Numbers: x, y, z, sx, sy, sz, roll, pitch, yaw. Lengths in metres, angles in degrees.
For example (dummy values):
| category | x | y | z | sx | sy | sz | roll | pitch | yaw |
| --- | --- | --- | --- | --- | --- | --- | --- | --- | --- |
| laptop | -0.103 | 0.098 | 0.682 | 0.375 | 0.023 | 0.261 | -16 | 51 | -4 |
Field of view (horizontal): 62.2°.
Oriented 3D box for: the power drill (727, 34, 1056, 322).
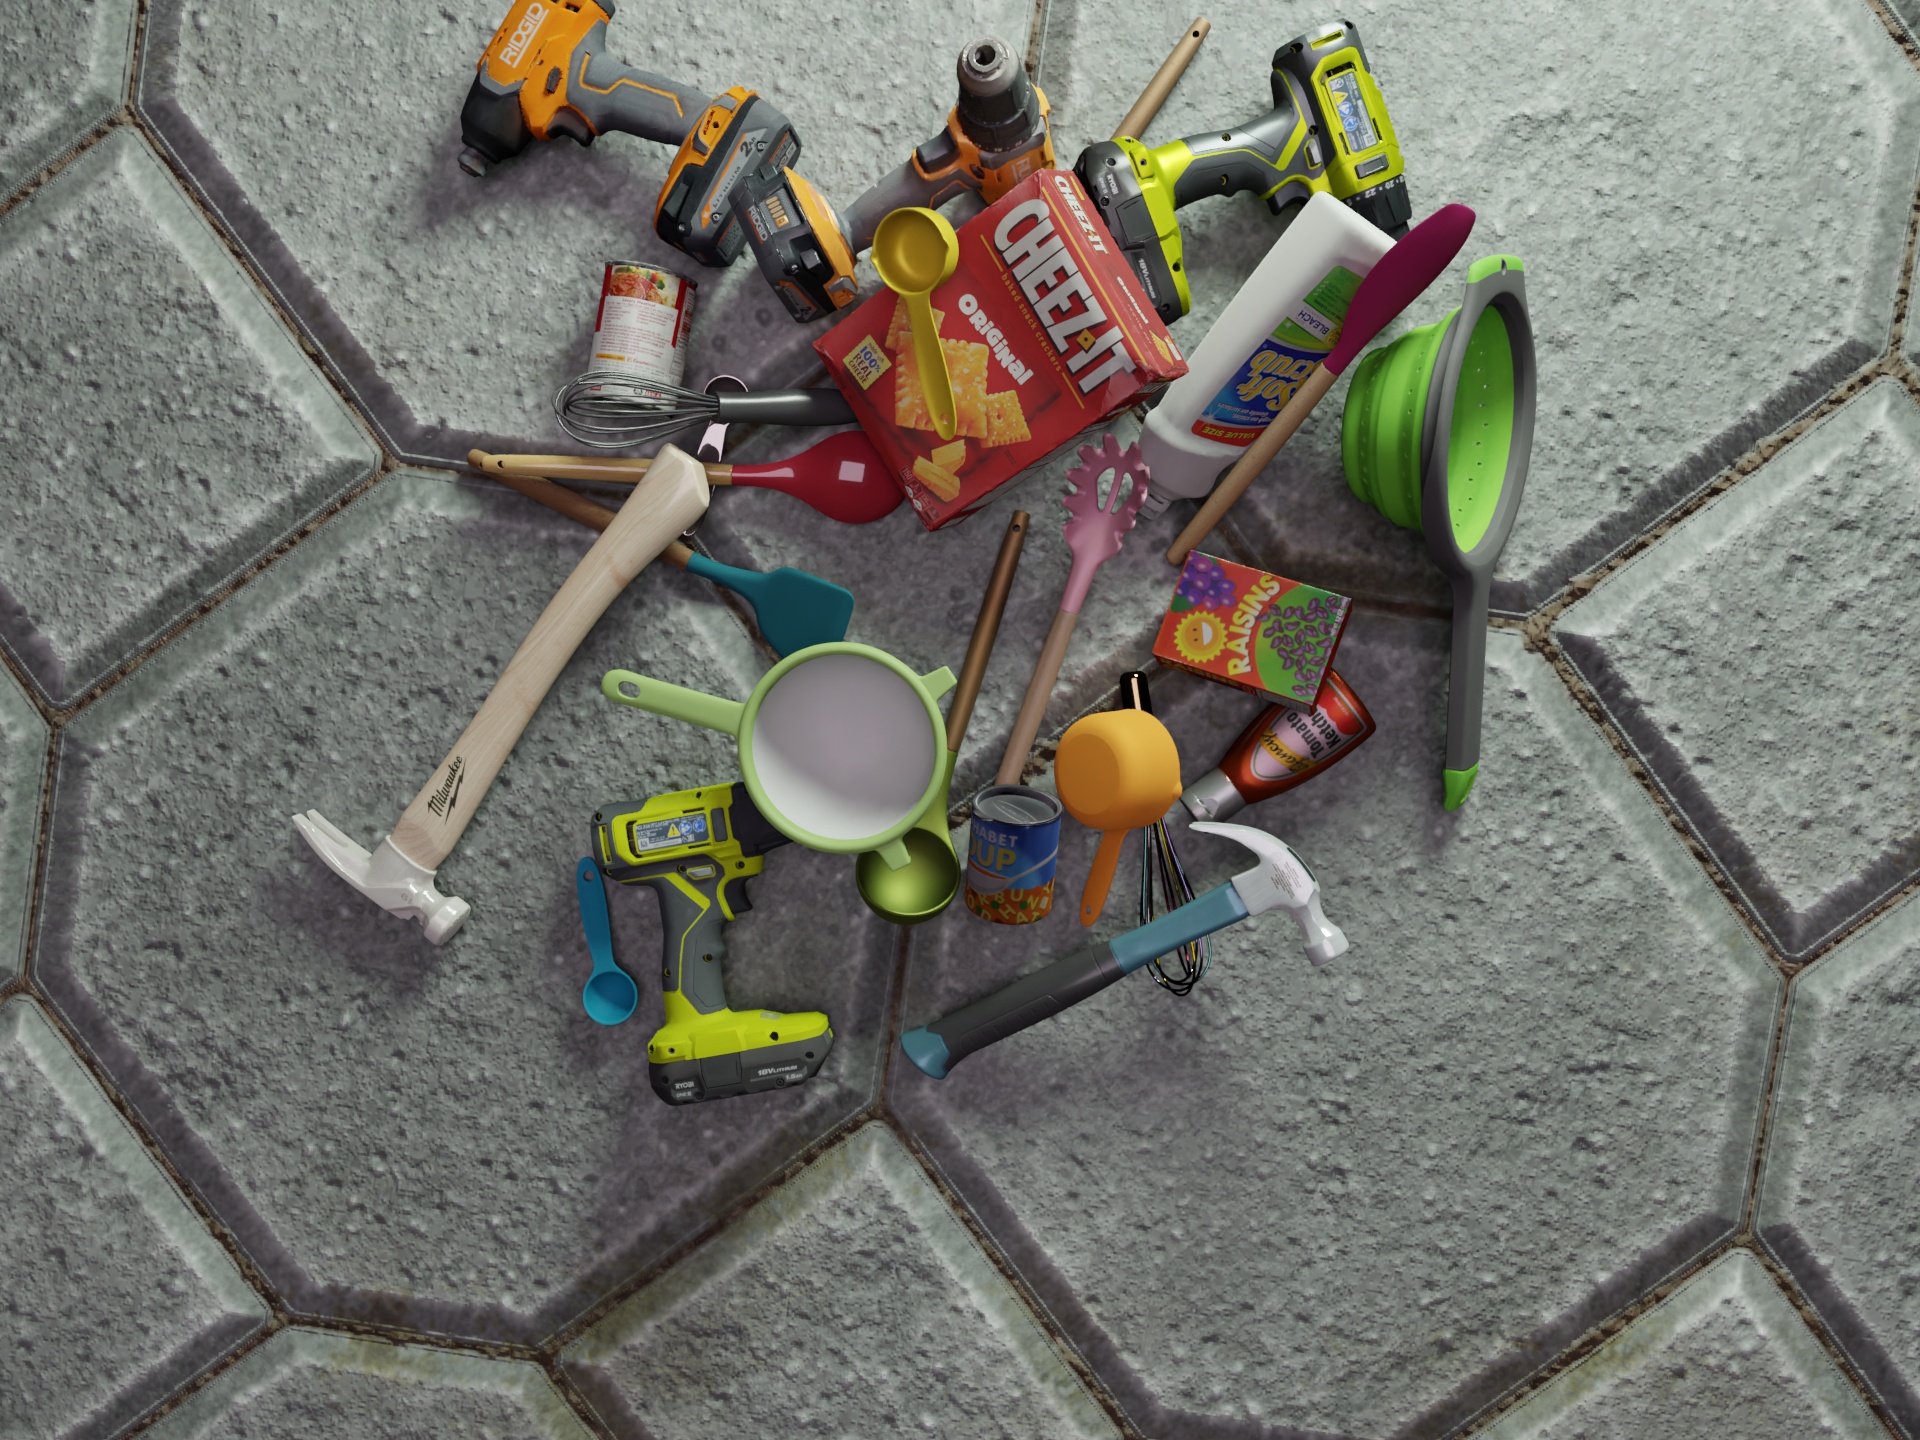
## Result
| category | x | y | z | sx | sy | sz | roll | pitch | yaw |
| --- | --- | --- | --- | --- | --- | --- | --- | --- | --- |
| power drill | -0.043 | -0.377 | 1.101 | 0.226 | 0.185 | 0.084 | -26 | 83 | 5 |

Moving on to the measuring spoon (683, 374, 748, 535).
| category | x | y | z | sx | sy | sz | roll | pitch | yaw |
| --- | --- | --- | --- | --- | --- | --- | --- | --- | --- |
| measuring spoon | -0.189 | -0.199 | 1.196 | 0.034 | 0.018 | 0.124 | 17 | 99 | -7 |

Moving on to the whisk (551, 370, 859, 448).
| category | x | y | z | sx | sy | sz | roll | pitch | yaw |
| --- | --- | --- | --- | --- | --- | --- | --- | --- | --- |
| whisk | -0.172 | -0.223 | 1.137 | 0.239 | 0.055 | 0.055 | -6 | 93 | -26 |

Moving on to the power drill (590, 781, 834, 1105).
| category | x | y | z | sx | sy | sz | roll | pitch | yaw |
| --- | --- | --- | --- | --- | --- | --- | --- | --- | --- |
| power drill | -0.170 | 0.159 | 1.179 | 0.171 | 0.080 | 0.223 | -10 | 89 | 1 |

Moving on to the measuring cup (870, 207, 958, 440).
| category | x | y | z | sx | sy | sz | roll | pitch | yaw |
| --- | --- | --- | --- | --- | --- | --- | --- | --- | --- |
| measuring cup | -0.019 | -0.271 | 1.086 | 0.062 | 0.029 | 0.156 | 0 | 113 | 30 |

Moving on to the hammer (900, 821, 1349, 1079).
| category | x | y | z | sx | sy | sz | roll | pitch | yaw |
| --- | --- | --- | --- | --- | --- | --- | --- | --- | --- |
| hammer | 0.104 | 0.180 | 1.159 | 0.331 | 0.033 | 0.128 | -29 | 83 | 15 |

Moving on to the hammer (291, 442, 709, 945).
| category | x | y | z | sx | sy | sz | roll | pitch | yaw |
| --- | --- | --- | --- | --- | --- | --- | --- | --- | --- |
| hammer | -0.327 | -0.034 | 1.171 | 0.146 | 0.038 | 0.410 | 37 | 99 | 1 |

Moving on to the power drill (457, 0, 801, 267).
| category | x | y | z | sx | sy | sz | roll | pitch | yaw |
| --- | --- | --- | --- | --- | --- | --- | --- | --- | --- |
| power drill | -0.249 | -0.426 | 1.154 | 0.226 | 0.084 | 0.164 | 33 | 93 | 4 |

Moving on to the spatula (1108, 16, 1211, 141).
| category | x | y | z | sx | sy | sz | roll | pitch | yaw |
| --- | --- | --- | --- | --- | --- | --- | --- | --- | --- |
| spatula | 0.088 | -0.386 | 1.179 | 0.059 | 0.018 | 0.316 | 35 | 93 | -4 |

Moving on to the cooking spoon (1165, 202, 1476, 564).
| category | x | y | z | sx | sy | sz | roll | pitch | yaw |
| --- | --- | --- | --- | --- | --- | --- | --- | --- | --- |
| cooking spoon | 0.242 | -0.224 | 1.106 | 0.318 | 0.068 | 0.017 | -51 | 57 | 33 |

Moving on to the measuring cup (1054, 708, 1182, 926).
| category | x | y | z | sx | sy | sz | roll | pitch | yaw |
| --- | --- | --- | --- | --- | --- | --- | --- | --- | --- |
| measuring cup | 0.100 | 0.076 | 1.167 | 0.095 | 0.052 | 0.173 | 29 | 111 | 41 |

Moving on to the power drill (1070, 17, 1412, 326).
| category | x | y | z | sx | sy | sz | roll | pitch | yaw |
| --- | --- | --- | --- | --- | --- | --- | --- | --- | --- |
| power drill | 0.211 | -0.370 | 1.146 | 0.228 | 0.080 | 0.190 | -24 | 102 | -2 |

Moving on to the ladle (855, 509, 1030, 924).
| category | x | y | z | sx | sy | sz | roll | pitch | yaw |
| --- | --- | --- | --- | --- | --- | --- | --- | --- | --- |
| ladle | -0.002 | -0.004 | 1.179 | 0.078 | 0.062 | 0.320 | 17 | 90 | 6 |

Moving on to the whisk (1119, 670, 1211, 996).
| category | x | y | z | sx | sy | sz | roll | pitch | yaw |
| --- | --- | --- | --- | --- | --- | --- | --- | --- | --- |
| whisk | 0.149 | 0.084 | 1.186 | 0.051 | 0.047 | 0.245 | -8 | 89 | 2 |

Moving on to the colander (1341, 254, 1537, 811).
| category | x | y | z | sx | sy | sz | roll | pitch | yaw |
| --- | --- | --- | --- | --- | --- | --- | --- | --- | --- |
| colander | 0.334 | -0.129 | 1.147 | 0.094 | 0.204 | 0.397 | 10 | 111 | 34 |

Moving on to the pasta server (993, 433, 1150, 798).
| category | x | y | z | sx | sy | sz | roll | pitch | yaw |
| --- | --- | --- | --- | --- | --- | --- | --- | --- | --- |
| pasta server | 0.068 | -0.054 | 1.167 | 0.060 | 0.040 | 0.316 | 22 | 101 | 15 |

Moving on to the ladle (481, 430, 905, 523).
| category | x | y | z | sx | sy | sz | roll | pitch | yaw |
| --- | --- | --- | --- | --- | --- | --- | --- | --- | --- |
| ladle | -0.194 | -0.184 | 1.177 | 0.315 | 0.031 | 0.069 | 2 | 101 | -2 |

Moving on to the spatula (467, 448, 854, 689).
| category | x | y | z | sx | sy | sz | roll | pitch | yaw |
| --- | --- | --- | --- | --- | --- | --- | --- | --- | --- |
| spatula | -0.227 | -0.128 | 1.182 | 0.317 | 0.044 | 0.082 | 25 | 114 | 1 |

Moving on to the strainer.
| category | x | y | z | sx | sy | sz | roll | pitch | yaw |
| --- | --- | --- | --- | --- | --- | --- | --- | --- | --- |
| strainer | -0.131 | 0.003 | 1.154 | 0.256 | 0.069 | 0.151 | 15 | 99 | 7 |

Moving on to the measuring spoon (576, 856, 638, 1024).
| category | x | y | z | sx | sy | sz | roll | pitch | yaw |
| --- | --- | --- | --- | --- | --- | --- | --- | --- | --- |
| measuring spoon | -0.272 | 0.167 | 1.212 | 0.042 | 0.021 | 0.129 | -12 | 83 | 3 |
